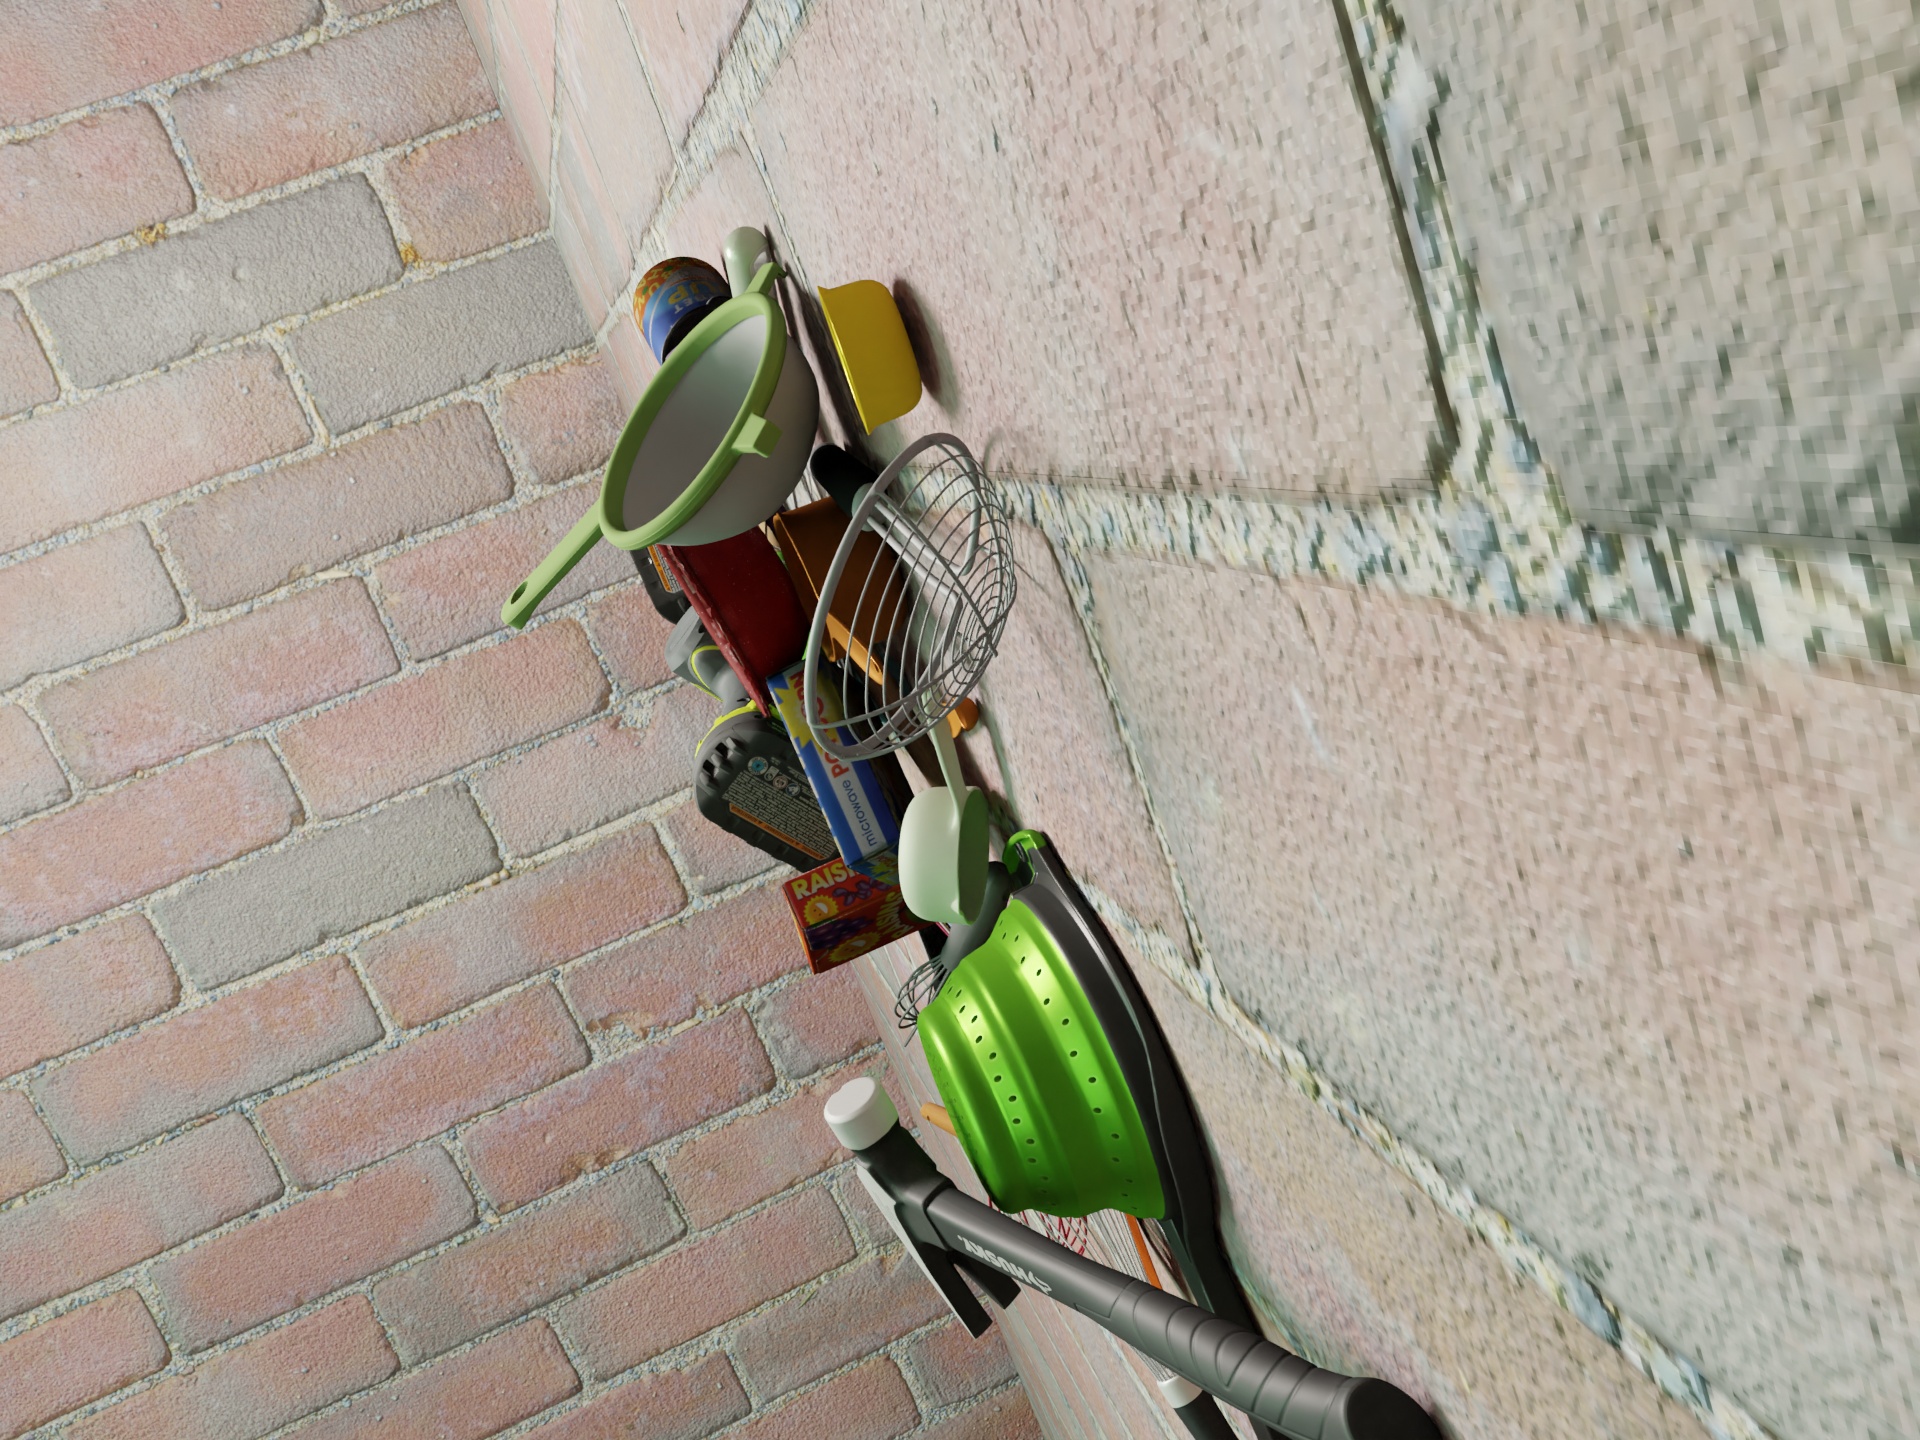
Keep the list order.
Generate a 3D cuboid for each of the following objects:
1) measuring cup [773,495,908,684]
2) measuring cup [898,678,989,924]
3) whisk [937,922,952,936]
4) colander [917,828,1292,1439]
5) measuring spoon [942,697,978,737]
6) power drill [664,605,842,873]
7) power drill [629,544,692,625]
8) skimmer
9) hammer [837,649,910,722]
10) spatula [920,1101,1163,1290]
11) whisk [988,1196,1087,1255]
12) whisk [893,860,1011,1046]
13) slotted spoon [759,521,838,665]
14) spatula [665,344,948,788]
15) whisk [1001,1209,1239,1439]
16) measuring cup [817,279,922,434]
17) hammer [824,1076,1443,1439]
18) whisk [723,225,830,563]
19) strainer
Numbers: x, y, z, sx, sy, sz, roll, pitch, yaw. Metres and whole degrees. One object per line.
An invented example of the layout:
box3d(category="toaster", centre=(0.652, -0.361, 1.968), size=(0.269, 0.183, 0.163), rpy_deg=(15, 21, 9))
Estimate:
box3d(category="measuring cup", centre=(-0.049, -0.065, 0.853), size=(0.174, 0.052, 0.095), rpy_deg=(48, 159, 57))
box3d(category="measuring cup", centre=(-0.017, 0.040, 0.846), size=(0.083, 0.038, 0.167), rpy_deg=(-74, -22, -46))
box3d(category="whisk", centre=(-0.002, 0.146, 1.107), size=(0.245, 0.047, 0.051), rpy_deg=(58, -175, 25))
box3d(category="colander", centre=(0.073, 0.254, 0.793), size=(0.204, 0.094, 0.397), rpy_deg=(112, 134, -76))
box3d(category="measuring spoon", centre=(-0.001, -0.003, 0.866), size=(0.021, 0.011, 0.117), rpy_deg=(64, 174, 0))
box3d(category="power drill", centre=(-0.124, 0.012, 1.139), size=(0.171, 0.080, 0.223), rpy_deg=(33, -164, -25))
box3d(category="power drill", centre=(-0.199, -0.133, 1.315), size=(0.228, 0.080, 0.190), rpy_deg=(-18, -94, -84))
box3d(category="skimmer", centre=(-0.054, -0.089, 0.713), size=(0.364, 0.090, 0.127), rpy_deg=(-128, 51, -65))
box3d(category="hammer", centre=(-0.099, -0.078, 1.135), size=(0.331, 0.033, 0.128), rpy_deg=(-131, 21, -60))
box3d(category="spatula", centre=(0.048, 0.304, 1.067), size=(0.323, 0.041, 0.081), rpy_deg=(3, 117, 60))
box3d(category="whisk", centre=(0.036, 0.281, 1.170), size=(0.073, 0.073, 0.295), rpy_deg=(-144, 39, -72))
box3d(category="whisk", centre=(-0.004, 0.151, 1.007), size=(0.055, 0.055, 0.238), rpy_deg=(62, 154, 26))
box3d(category="slotted spoon", centre=(-0.127, -0.133, 1.071), size=(0.070, 0.031, 0.314), rpy_deg=(115, 142, -62))
box3d(category="spatula", centre=(-0.086, -0.082, 0.951), size=(0.316, 0.018, 0.060), rpy_deg=(58, 157, -10))
box3d(category="whisk", centre=(0.106, 0.345, 0.894), size=(0.284, 0.070, 0.070), rpy_deg=(56, 169, 3))
box3d(category="measuring cup", centre=(-0.039, -0.164, 0.680), size=(0.157, 0.029, 0.062), rpy_deg=(-106, -3, -69))
box3d(category="hammer", centre=(0.064, 0.251, 0.680), size=(0.335, 0.035, 0.146), rpy_deg=(4, 128, 55))
box3d(category="whisk", centre=(-0.107, -0.181, 0.933), size=(0.059, 0.058, 0.246), rpy_deg=(24, 147, 22))
box3d(category="strainer", centre=(-0.155, -0.115, 0.858), size=(0.069, 0.256, 0.152), rpy_deg=(30, -142, -32))
